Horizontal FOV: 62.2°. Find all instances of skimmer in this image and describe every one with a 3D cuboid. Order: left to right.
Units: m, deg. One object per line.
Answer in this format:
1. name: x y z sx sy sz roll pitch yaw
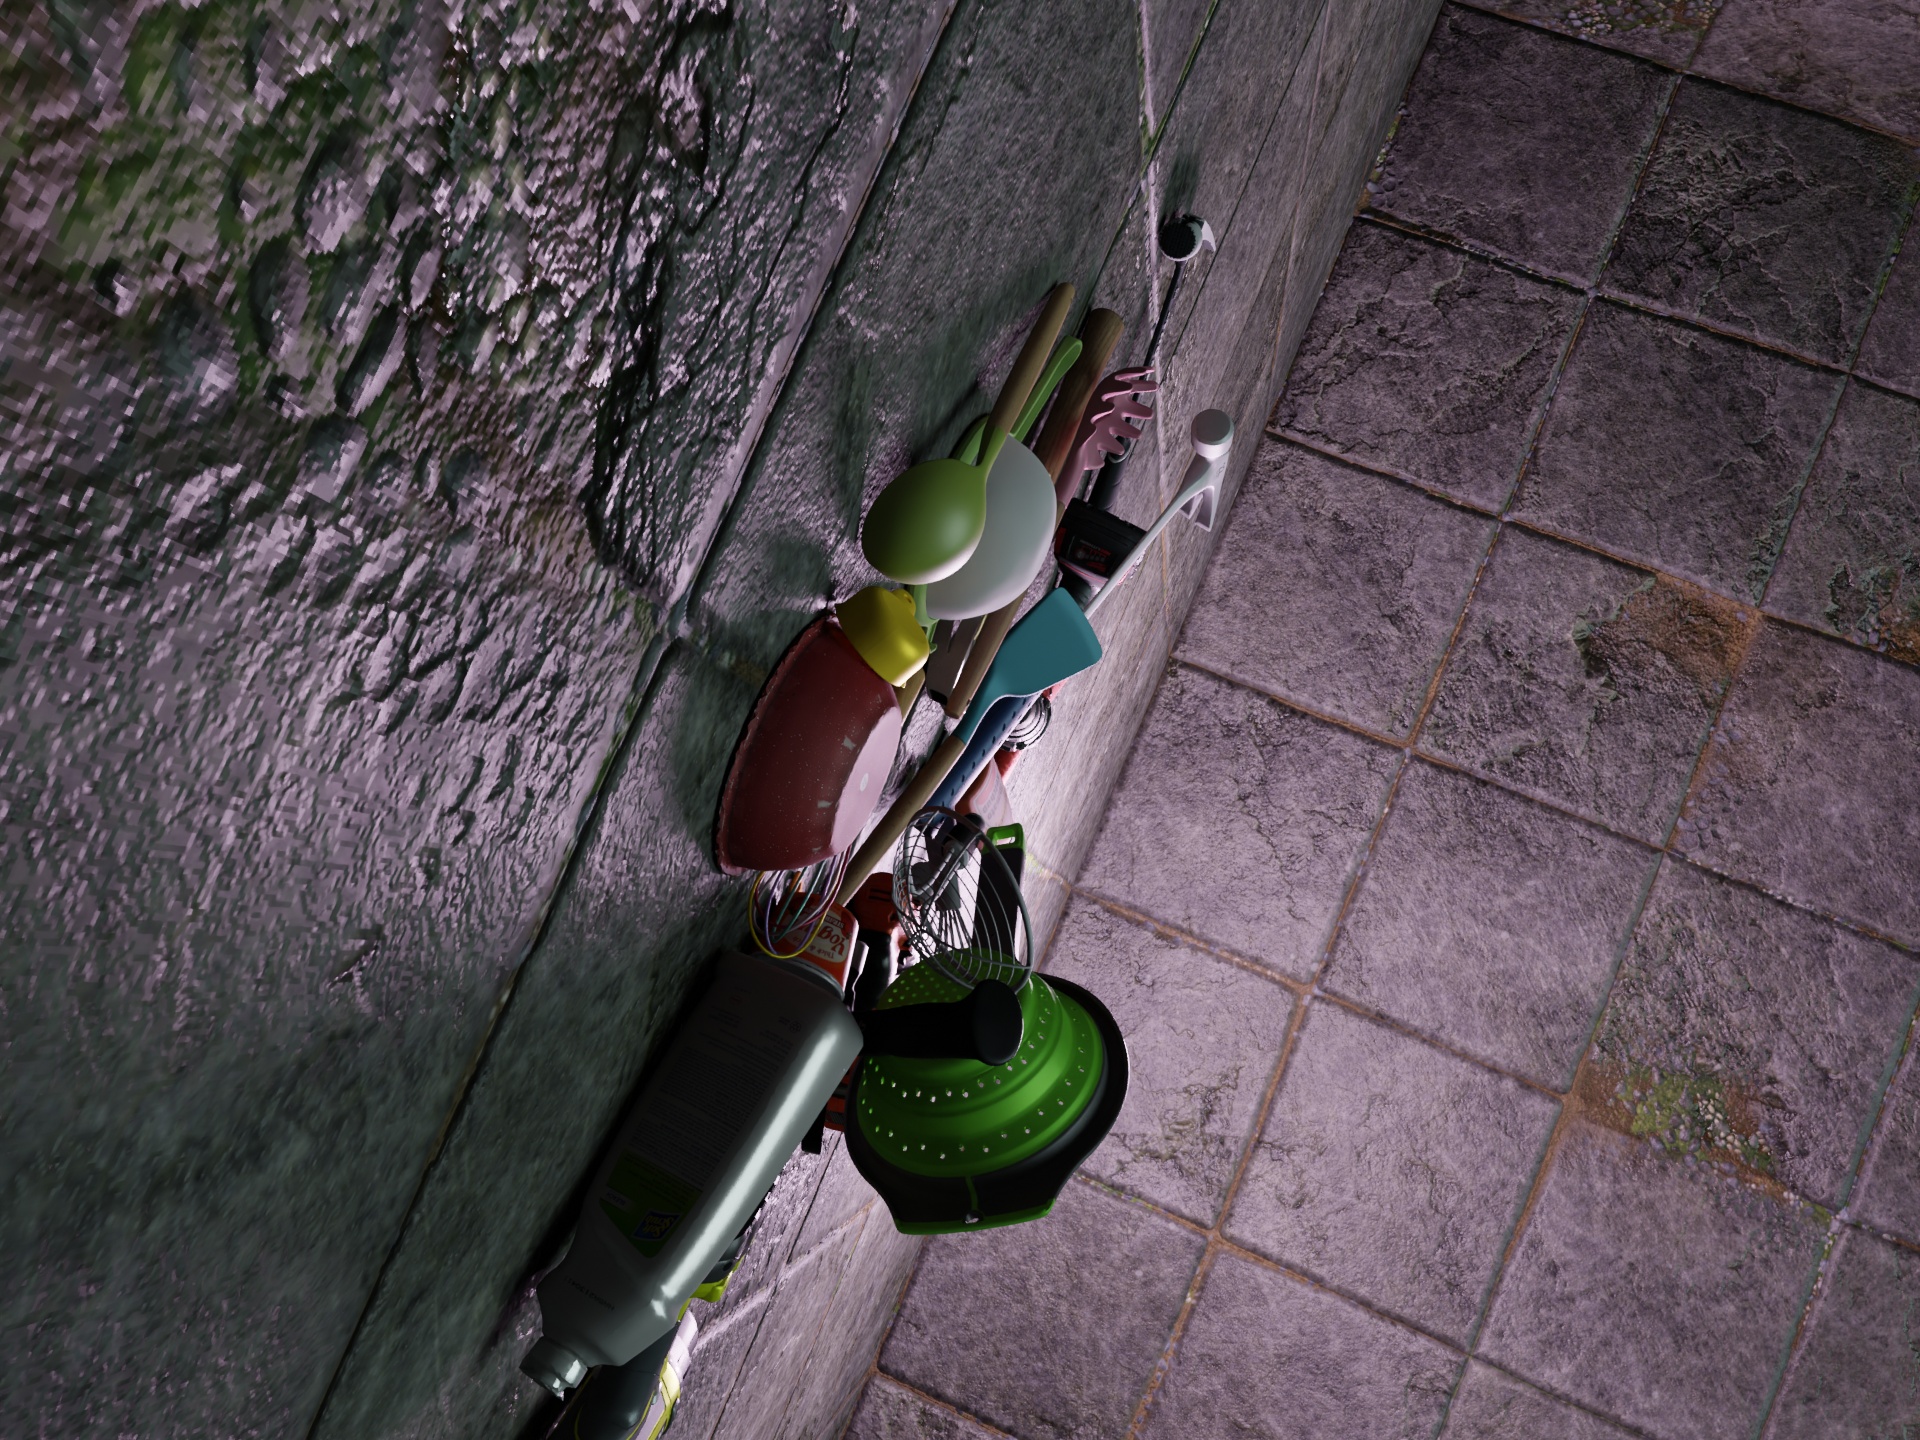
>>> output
1. skimmer: 0.016 0.098 1.115 0.363 0.090 0.127 -45 113 -80

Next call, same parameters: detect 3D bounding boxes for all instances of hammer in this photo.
1. hammer: -0.042 0.193 0.959 0.335 0.035 0.146 -27 -135 66
2. hammer: 0.028 0.070 1.568 0.149 0.037 0.359 99 18 -52
3. hammer: 0.050 -0.165 1.214 0.130 0.031 0.331 59 53 -77
4. hammer: 0.091 -0.069 1.286 0.405 0.035 0.144 -51 163 -13
5. hammer: 0.156 -0.276 1.507 0.149 0.036 0.408 -49 159 -63

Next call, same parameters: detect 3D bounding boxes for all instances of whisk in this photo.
1. whisk: -0.075 0.048 1.015 0.245 0.047 0.051 -65 -178 -38
2. whisk: -0.008 0.152 1.299 0.055 0.055 0.239 13 69 -79

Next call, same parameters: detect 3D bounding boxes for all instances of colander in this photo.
1. colander: 0.011 0.175 1.142 0.397 0.204 0.094 -82 157 -55

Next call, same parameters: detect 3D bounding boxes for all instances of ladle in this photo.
1. ladle: 0.016 -0.195 0.992 0.078 0.062 0.320 99 10 -45

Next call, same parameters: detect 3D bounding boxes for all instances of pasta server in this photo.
1. pasta server: 0.067 -0.135 1.165 0.316 0.040 0.060 -63 157 -19

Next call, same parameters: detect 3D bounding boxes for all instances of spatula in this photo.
1. spatula: -0.010 0.036 1.170 0.317 0.044 0.082 -52 132 -20

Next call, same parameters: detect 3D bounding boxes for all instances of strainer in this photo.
1. strainer: 0.047 -0.165 1.092 0.256 0.069 0.151 -61 167 -26

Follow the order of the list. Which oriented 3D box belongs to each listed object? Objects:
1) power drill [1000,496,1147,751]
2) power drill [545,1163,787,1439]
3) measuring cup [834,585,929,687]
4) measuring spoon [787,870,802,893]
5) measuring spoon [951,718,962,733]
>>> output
1. power drill: 0.084 -0.078 1.410 0.227 0.080 0.188 -64 176 -1
2. power drill: -0.188 0.371 1.008 0.190 0.080 0.228 -51 163 -73
3. measuring cup: -0.035 -0.064 0.943 0.029 0.062 0.156 -37 -171 16
4. measuring spoon: -0.111 0.139 1.084 0.116 0.011 0.021 100 16 -49
5. measuring spoon: -0.002 -0.004 1.340 0.124 0.018 0.034 -58 178 -14
